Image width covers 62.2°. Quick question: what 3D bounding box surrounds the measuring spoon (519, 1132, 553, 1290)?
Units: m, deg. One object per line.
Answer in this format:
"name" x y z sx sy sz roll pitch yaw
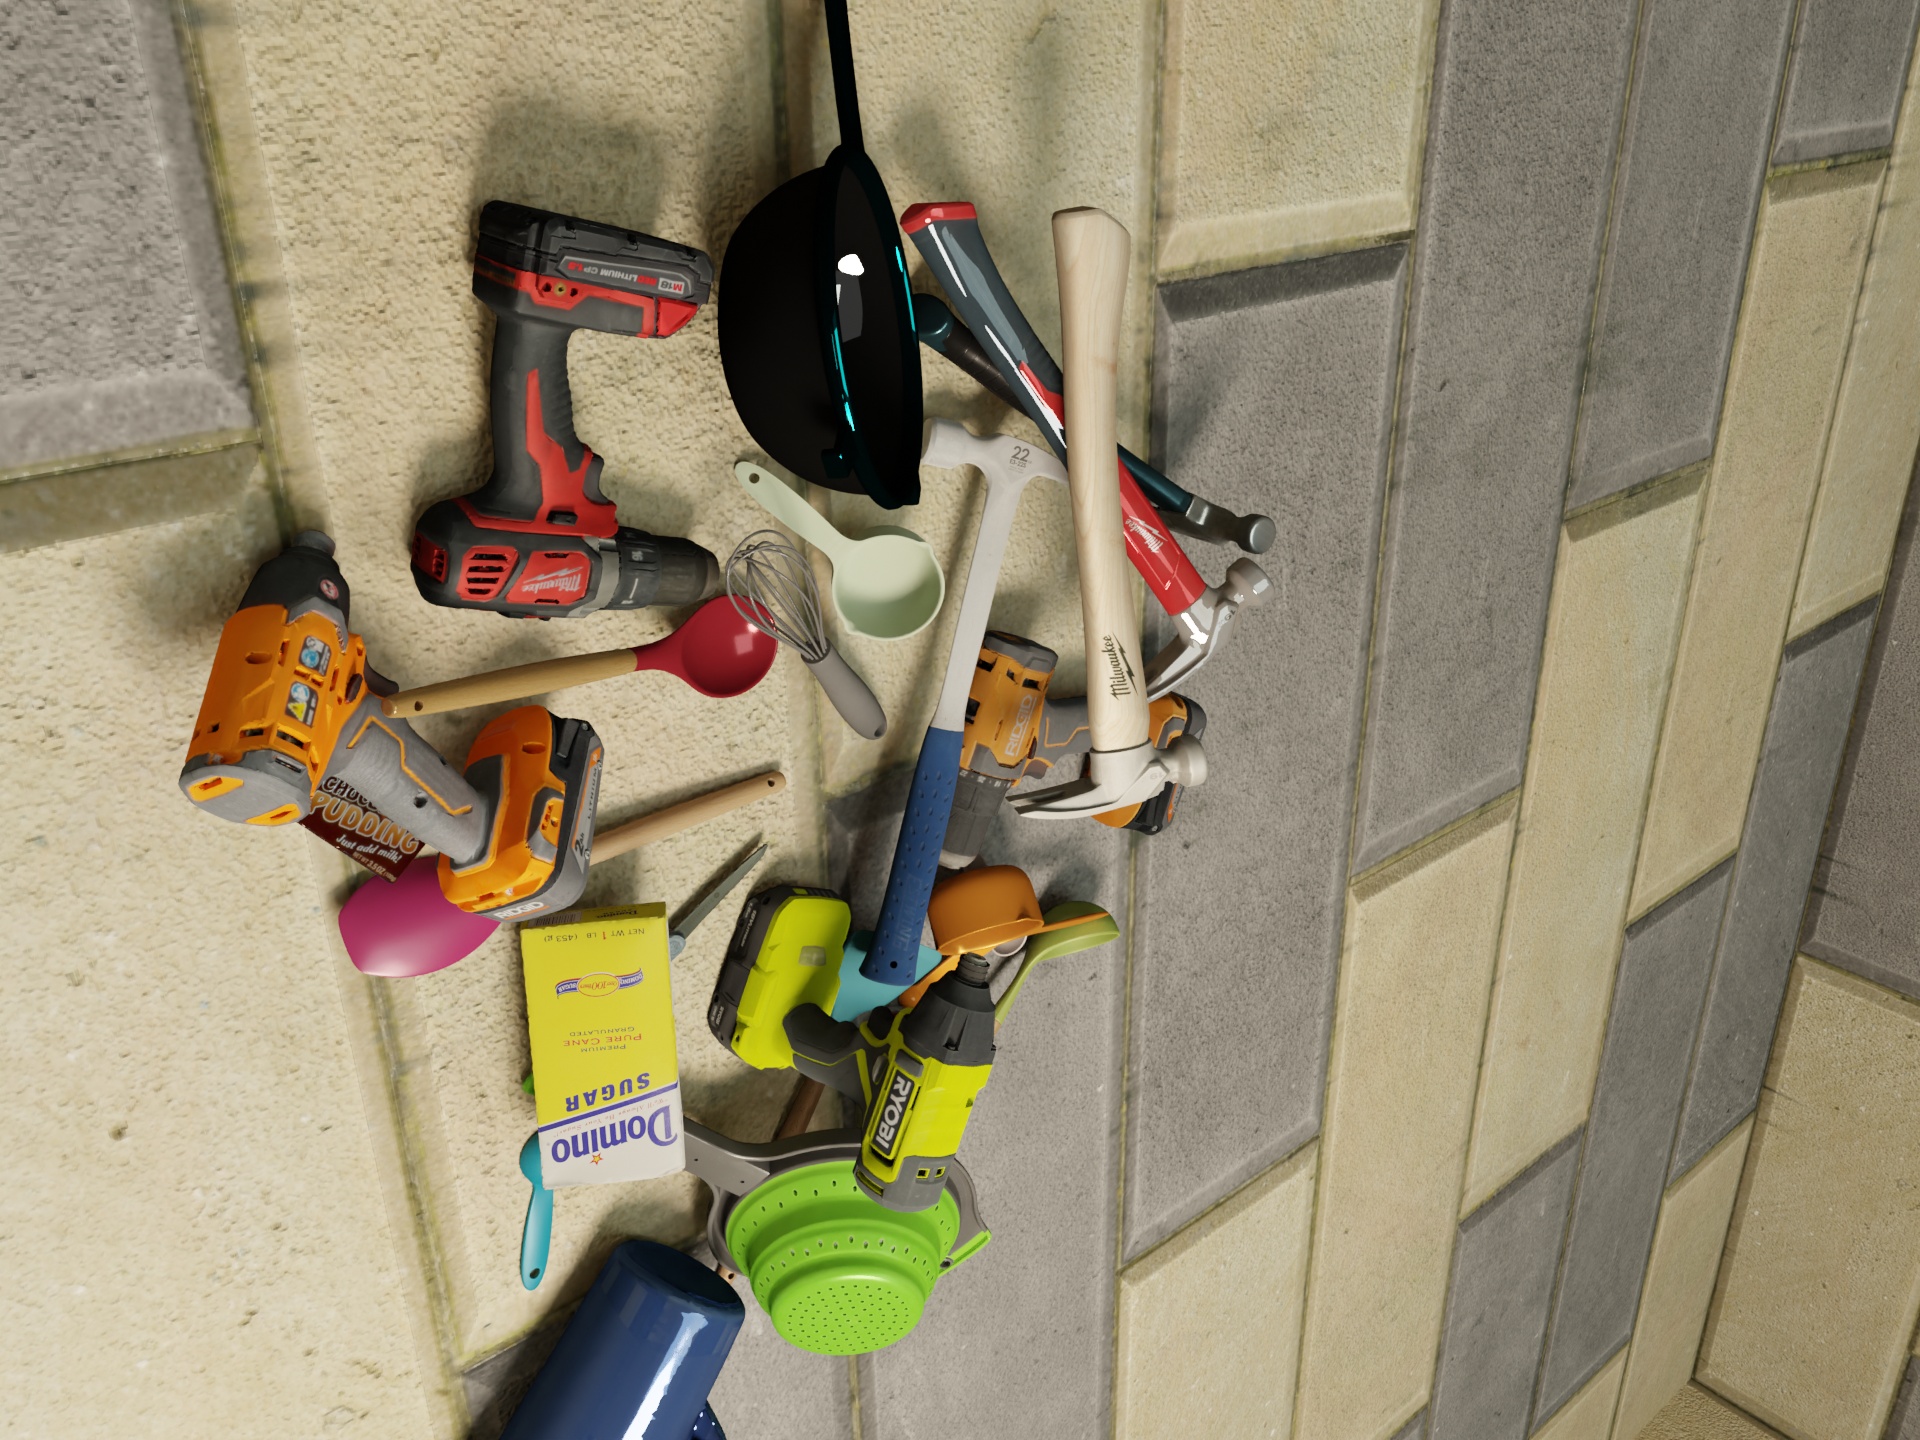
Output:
"measuring spoon" -0.287 0.343 1.103 0.042 0.021 0.128 -2 109 -42

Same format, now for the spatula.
"spatula" -0.118 0.303 1.227 0.082 0.044 0.317 22 94 -33

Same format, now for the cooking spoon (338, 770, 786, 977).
"cooking spoon" -0.241 0.085 1.022 0.319 0.017 0.069 -21 89 -39

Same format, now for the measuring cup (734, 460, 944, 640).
"measuring cup" -0.083 -0.122 1.063 0.167 0.038 0.083 38 105 -20

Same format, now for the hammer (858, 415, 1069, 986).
"hammer" -0.002 -0.004 1.150 0.144 0.035 0.405 11 98 -19

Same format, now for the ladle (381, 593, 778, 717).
"ladle" -0.213 -0.031 0.940 0.315 0.031 0.069 -18 114 -59

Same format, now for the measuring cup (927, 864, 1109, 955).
"measuring cup" 0.049 0.145 1.275 0.173 0.095 0.052 -3 69 -40

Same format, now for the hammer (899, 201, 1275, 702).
"hammer" 0.069 -0.179 1.080 0.143 0.038 0.386 -42 119 -4

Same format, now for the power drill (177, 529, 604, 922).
"power drill" -0.303 0.005 0.874 0.226 0.084 0.164 37 44 -46

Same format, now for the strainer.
"strainer" -0.097 -0.291 0.947 0.211 0.095 0.340 -14 98 -78

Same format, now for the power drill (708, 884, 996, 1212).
"power drill" -0.070 0.207 1.099 0.080 0.223 0.171 12 100 -45

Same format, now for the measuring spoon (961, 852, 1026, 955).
"measuring spoon" 0.021 0.144 1.309 0.034 0.018 0.124 -32 122 -12

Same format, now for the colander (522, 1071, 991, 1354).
"colander" -0.142 0.357 1.131 0.204 0.095 0.396 -40 123 23

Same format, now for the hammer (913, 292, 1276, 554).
"hammer" 0.085 -0.210 1.149 0.330 0.128 0.033 28 88 -37

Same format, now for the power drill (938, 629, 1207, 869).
"power drill" 0.078 0.038 1.266 0.226 0.084 0.185 13 99 -40

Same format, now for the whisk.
"whisk" -0.096 -0.049 1.071 0.055 0.055 0.238 -51 148 -13

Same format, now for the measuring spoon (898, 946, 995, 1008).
"measuring spoon" -0.001 0.200 1.300 0.117 0.011 0.021 -34 126 -15

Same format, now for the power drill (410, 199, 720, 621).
"power drill" -0.207 -0.166 0.915 0.187 0.080 0.226 0 111 -43

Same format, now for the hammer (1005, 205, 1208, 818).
"hammer" 0.085 -0.128 1.064 0.146 0.038 0.410 -13 113 -15

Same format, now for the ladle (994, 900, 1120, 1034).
"ladle" 0.022 0.276 1.315 0.320 0.062 0.078 -51 174 -19
